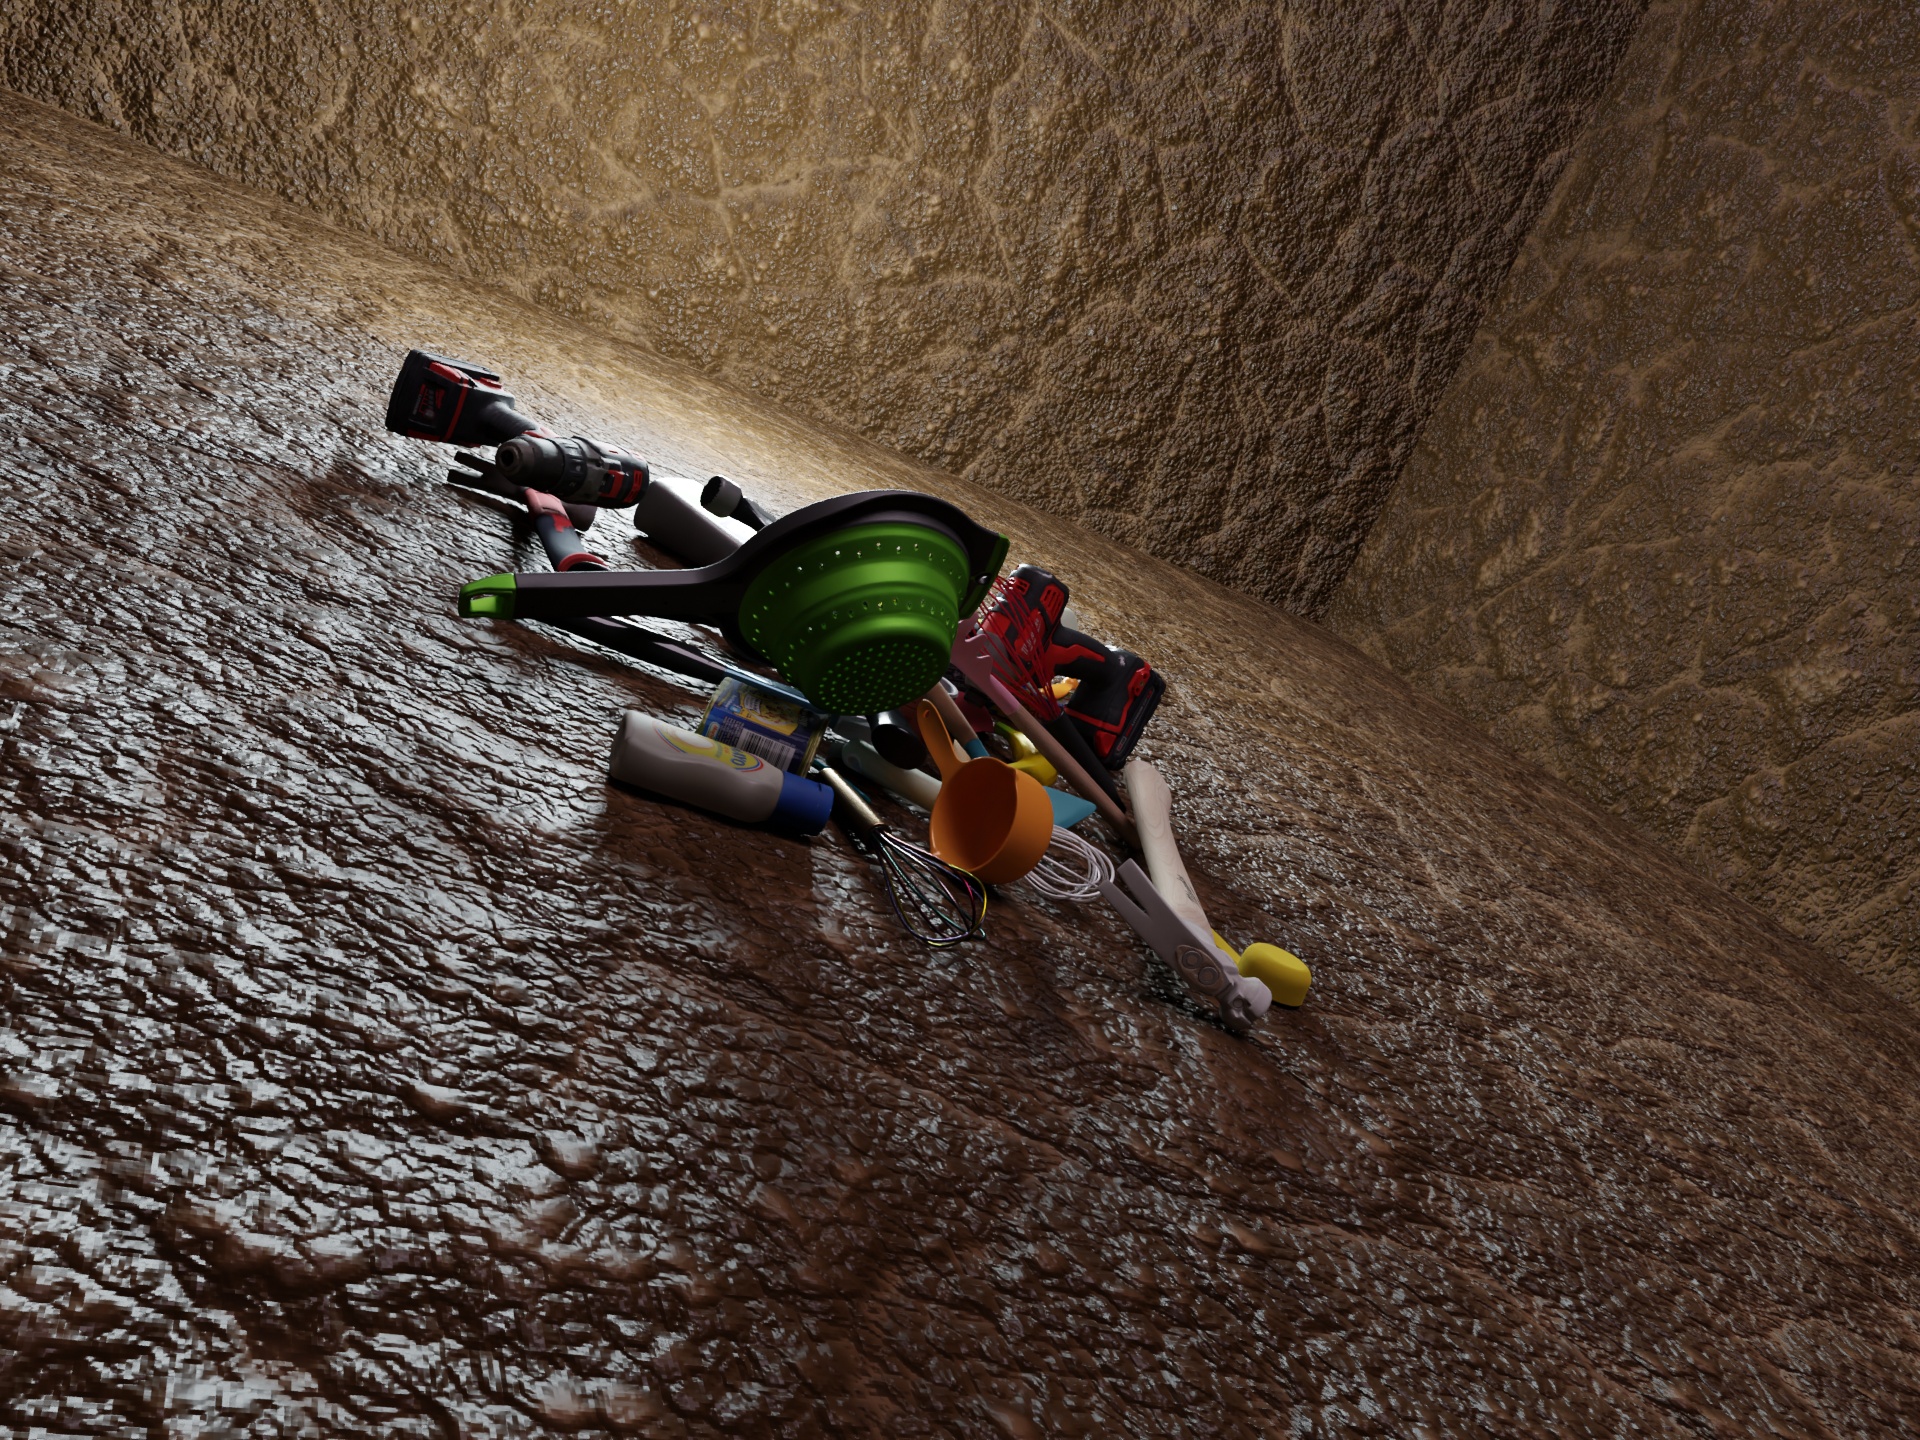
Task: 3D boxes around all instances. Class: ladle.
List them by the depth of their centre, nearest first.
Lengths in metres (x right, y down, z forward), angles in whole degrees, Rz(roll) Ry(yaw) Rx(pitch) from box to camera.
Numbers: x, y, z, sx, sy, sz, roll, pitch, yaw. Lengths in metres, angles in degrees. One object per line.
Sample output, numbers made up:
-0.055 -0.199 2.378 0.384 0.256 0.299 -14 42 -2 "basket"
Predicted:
0.000 0.024 1.426 0.069 0.031 0.315 29 15 -6 "ladle"

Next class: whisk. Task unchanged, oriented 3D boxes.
-0.044 0.087 1.089 0.051 0.047 0.245 15 14 -33 "whisk"
0.009 0.073 1.227 0.246 0.057 0.059 27 44 22 "whisk"
0.072 -0.019 1.410 0.295 0.073 0.073 55 0 -27 "whisk"

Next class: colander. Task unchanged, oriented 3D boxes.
-0.145 -0.063 1.125 0.397 0.204 0.095 -4 59 -24 "colander"

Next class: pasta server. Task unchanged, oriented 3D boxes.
0.066 0.002 1.350 0.316 0.040 0.060 46 -13 -25 "pasta server"

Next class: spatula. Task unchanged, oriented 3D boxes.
-0.002 -0.004 1.344 0.082 0.044 0.318 -26 55 -15 "spatula"

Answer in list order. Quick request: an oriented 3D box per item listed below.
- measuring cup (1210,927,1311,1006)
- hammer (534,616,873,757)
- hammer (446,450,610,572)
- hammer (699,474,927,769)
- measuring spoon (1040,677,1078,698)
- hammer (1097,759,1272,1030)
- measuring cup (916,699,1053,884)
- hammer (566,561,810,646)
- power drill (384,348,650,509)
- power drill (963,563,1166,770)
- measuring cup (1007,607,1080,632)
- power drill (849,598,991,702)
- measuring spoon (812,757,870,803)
0.217 0.171 1.258 0.062 0.029 0.157 14 18 -40 "measuring cup"
-0.207 -0.043 1.295 0.330 0.033 0.128 21 14 -17 "hammer"
-0.372 -0.173 1.399 0.143 0.038 0.387 18 10 -23 "hammer"
-0.113 -0.082 1.374 0.149 0.036 0.409 30 17 -38 "hammer"
0.106 -0.036 1.686 0.021 0.011 0.117 29 15 13 "measuring spoon"
0.156 0.102 1.277 0.146 0.038 0.411 45 12 -11 "hammer"
0.012 0.049 1.184 0.052 0.095 0.174 26 26 -39 "measuring cup"
-0.225 -0.093 1.314 0.146 0.035 0.334 22 4 19 "hammer"
-0.418 -0.261 1.458 0.227 0.080 0.188 27 12 18 "power drill"
0.094 -0.042 1.547 0.079 0.143 0.219 23 -9 47 "power drill"
0.061 -0.091 1.666 0.083 0.038 0.167 -12 3 -30 "measuring cup"
-0.050 -0.094 1.658 0.171 0.080 0.223 8 16 -22 "power drill"
-0.113 0.021 1.222 0.129 0.021 0.042 35 -13 19 "measuring spoon"
